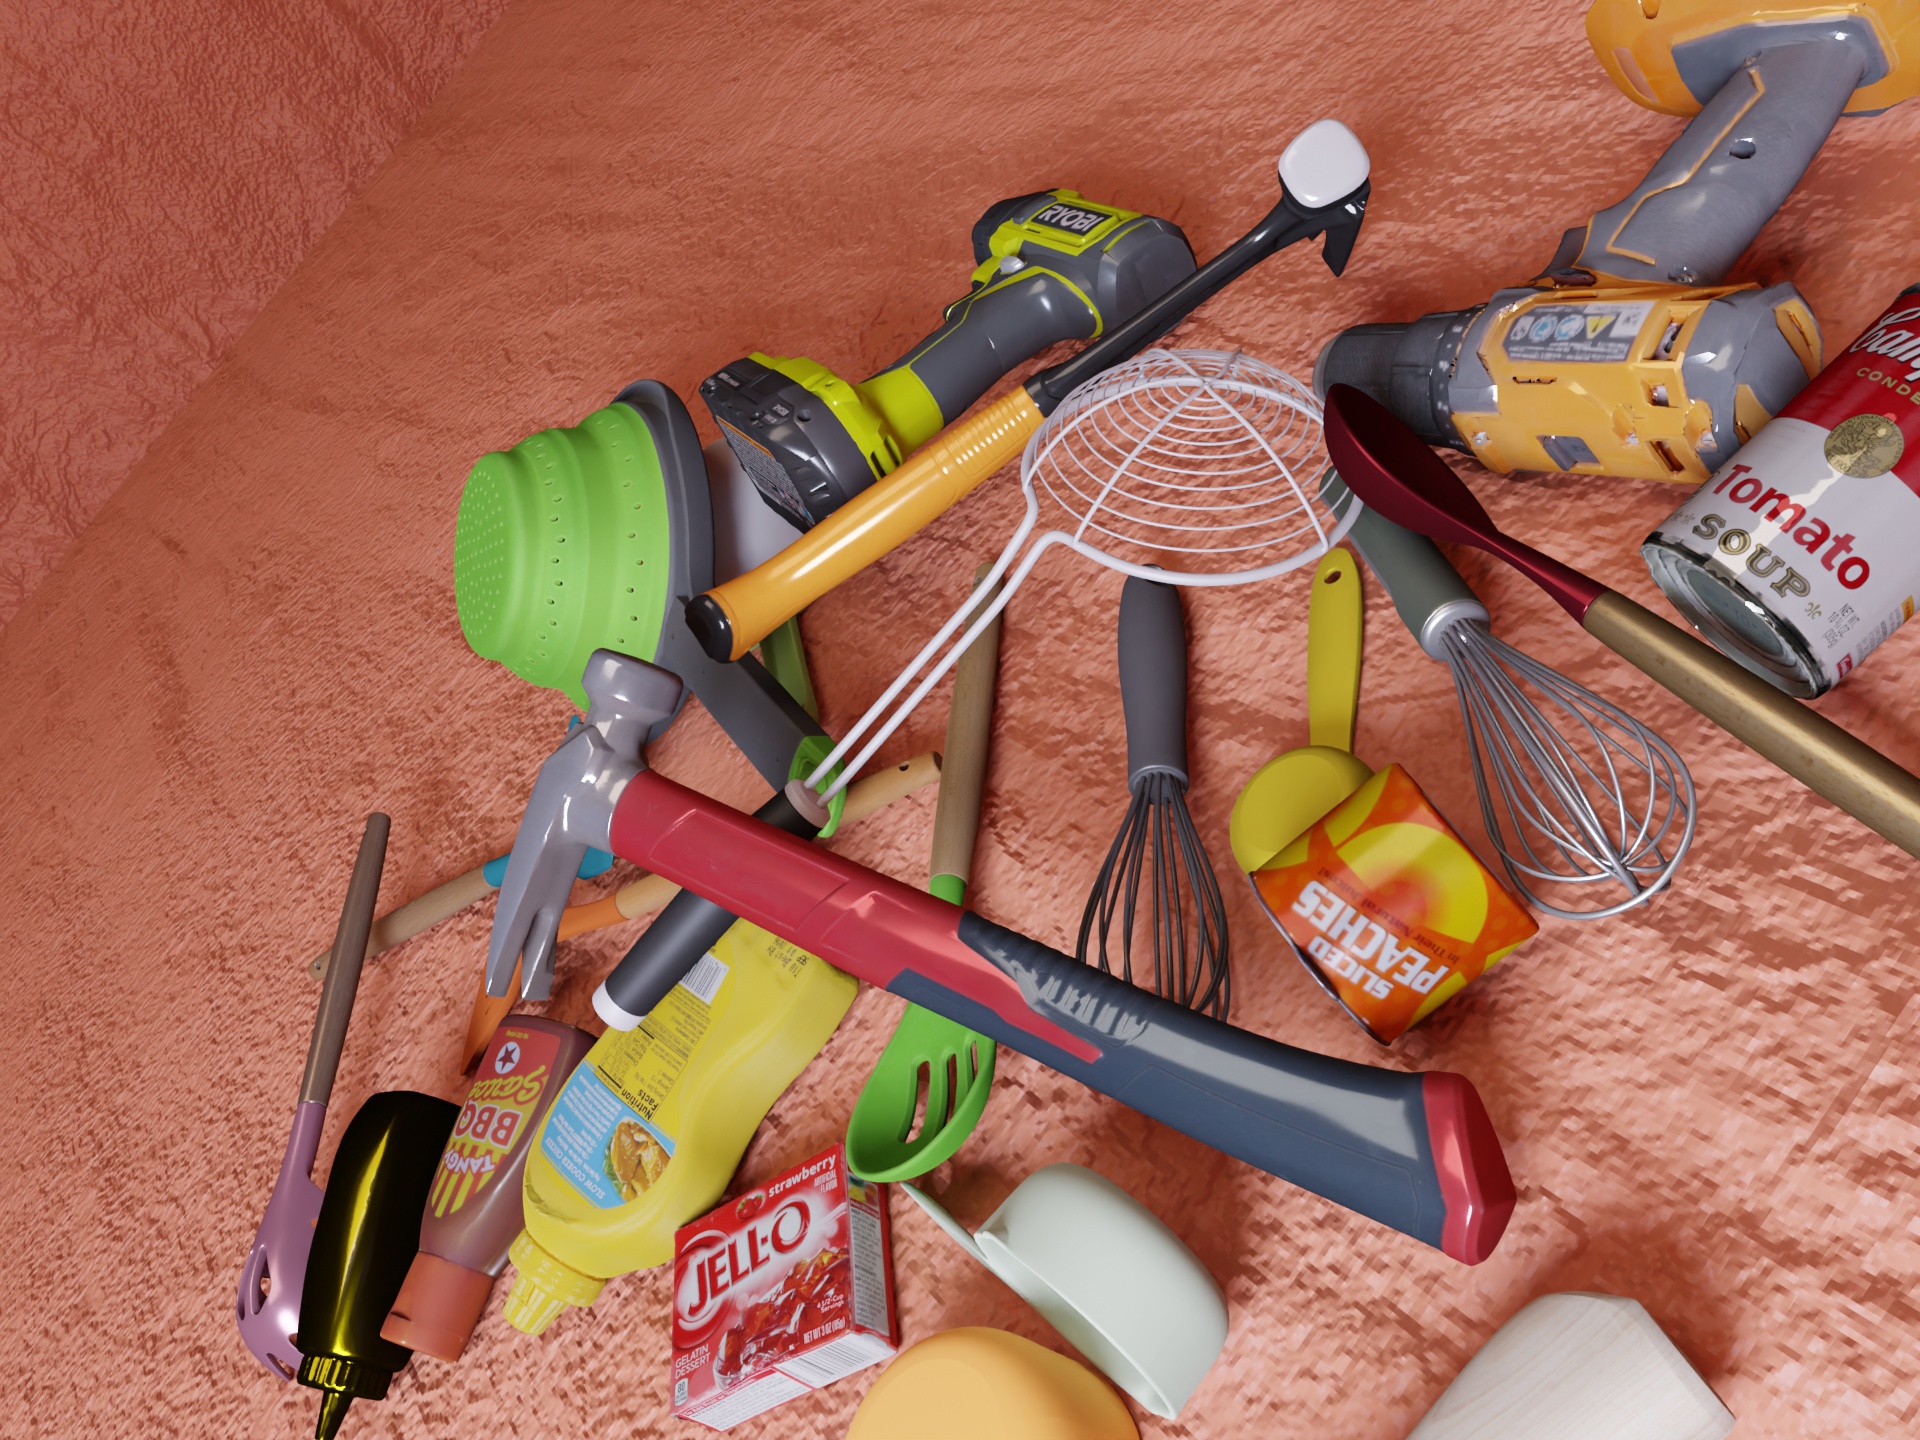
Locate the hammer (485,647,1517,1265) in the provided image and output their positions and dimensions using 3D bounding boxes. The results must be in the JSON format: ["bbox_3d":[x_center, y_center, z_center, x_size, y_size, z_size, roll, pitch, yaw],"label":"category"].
[{"bbox_3d":[-0.014,0.091,0.525,0.387,0.038,0.143,20,90,35],"label":"hammer"}]

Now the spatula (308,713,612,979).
[{"bbox_3d":[-0.287,0.094,0.894,0.317,0.044,0.082,-27,72,32],"label":"spatula"}]

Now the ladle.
[{"bbox_3d":[0.209,-0.020,0.467,0.316,0.069,0.031,49,119,43],"label":"ladle"}]

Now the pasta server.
[{"bbox_3d":[-0.336,0.185,0.855,0.060,0.040,0.317,-27,46,28],"label":"pasta server"}]

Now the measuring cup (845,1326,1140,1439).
[{"bbox_3d":[-0.028,0.248,0.487,0.173,0.052,0.095,-32,40,19],"label":"measuring cup"}]

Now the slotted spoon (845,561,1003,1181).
[{"bbox_3d":[0.000,0.046,0.654,0.070,0.031,0.314,-29,38,35],"label":"slotted spoon"}]

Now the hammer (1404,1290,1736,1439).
[{"bbox_3d":[0.020,0.289,0.390,0.410,0.038,0.146,-41,26,6],"label":"hammer"}]

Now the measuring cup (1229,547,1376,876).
[{"bbox_3d":[0.127,-0.006,0.569,0.062,0.029,0.157,-17,49,36],"label":"measuring cup"}]

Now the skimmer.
[{"bbox_3d":[-0.001,-0.002,0.622,0.363,0.090,0.127,-47,50,12],"label":"skimmer"}]

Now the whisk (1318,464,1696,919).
[{"bbox_3d":[0.169,-0.024,0.532,0.059,0.057,0.247,-45,31,21],"label":"whisk"}]

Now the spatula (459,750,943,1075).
[{"bbox_3d":[-0.138,0.085,0.773,0.322,0.041,0.081,-25,42,24],"label":"spatula"}]

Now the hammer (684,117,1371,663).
[{"bbox_3d":[0.024,-0.128,0.684,0.337,0.034,0.127,-34,-5,9],"label":"hammer"}]

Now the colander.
[{"bbox_3d":[-0.177,-0.051,0.804,0.398,0.094,0.204,43,124,49],"label":"colander"}]

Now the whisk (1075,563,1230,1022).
[{"bbox_3d":[0.070,0.023,0.591,0.055,0.055,0.239,-26,38,29],"label":"whisk"}]

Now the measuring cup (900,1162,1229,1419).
[{"bbox_3d":[0.025,0.163,0.509,0.038,0.083,0.168,-45,18,-17],"label":"measuring cup"}]

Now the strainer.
[{"bbox_3d":[-0.120,-0.080,0.856,0.151,0.069,0.257,-39,36,15],"label":"strainer"}]

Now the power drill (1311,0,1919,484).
[{"bbox_3d":[0.240,-0.190,0.578,0.185,0.084,0.226,17,76,53],"label":"power drill"}]

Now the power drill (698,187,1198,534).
[{"bbox_3d":[-0.012,-0.190,0.808,0.223,0.080,0.171,-36,36,-10],"label":"power drill"}]
